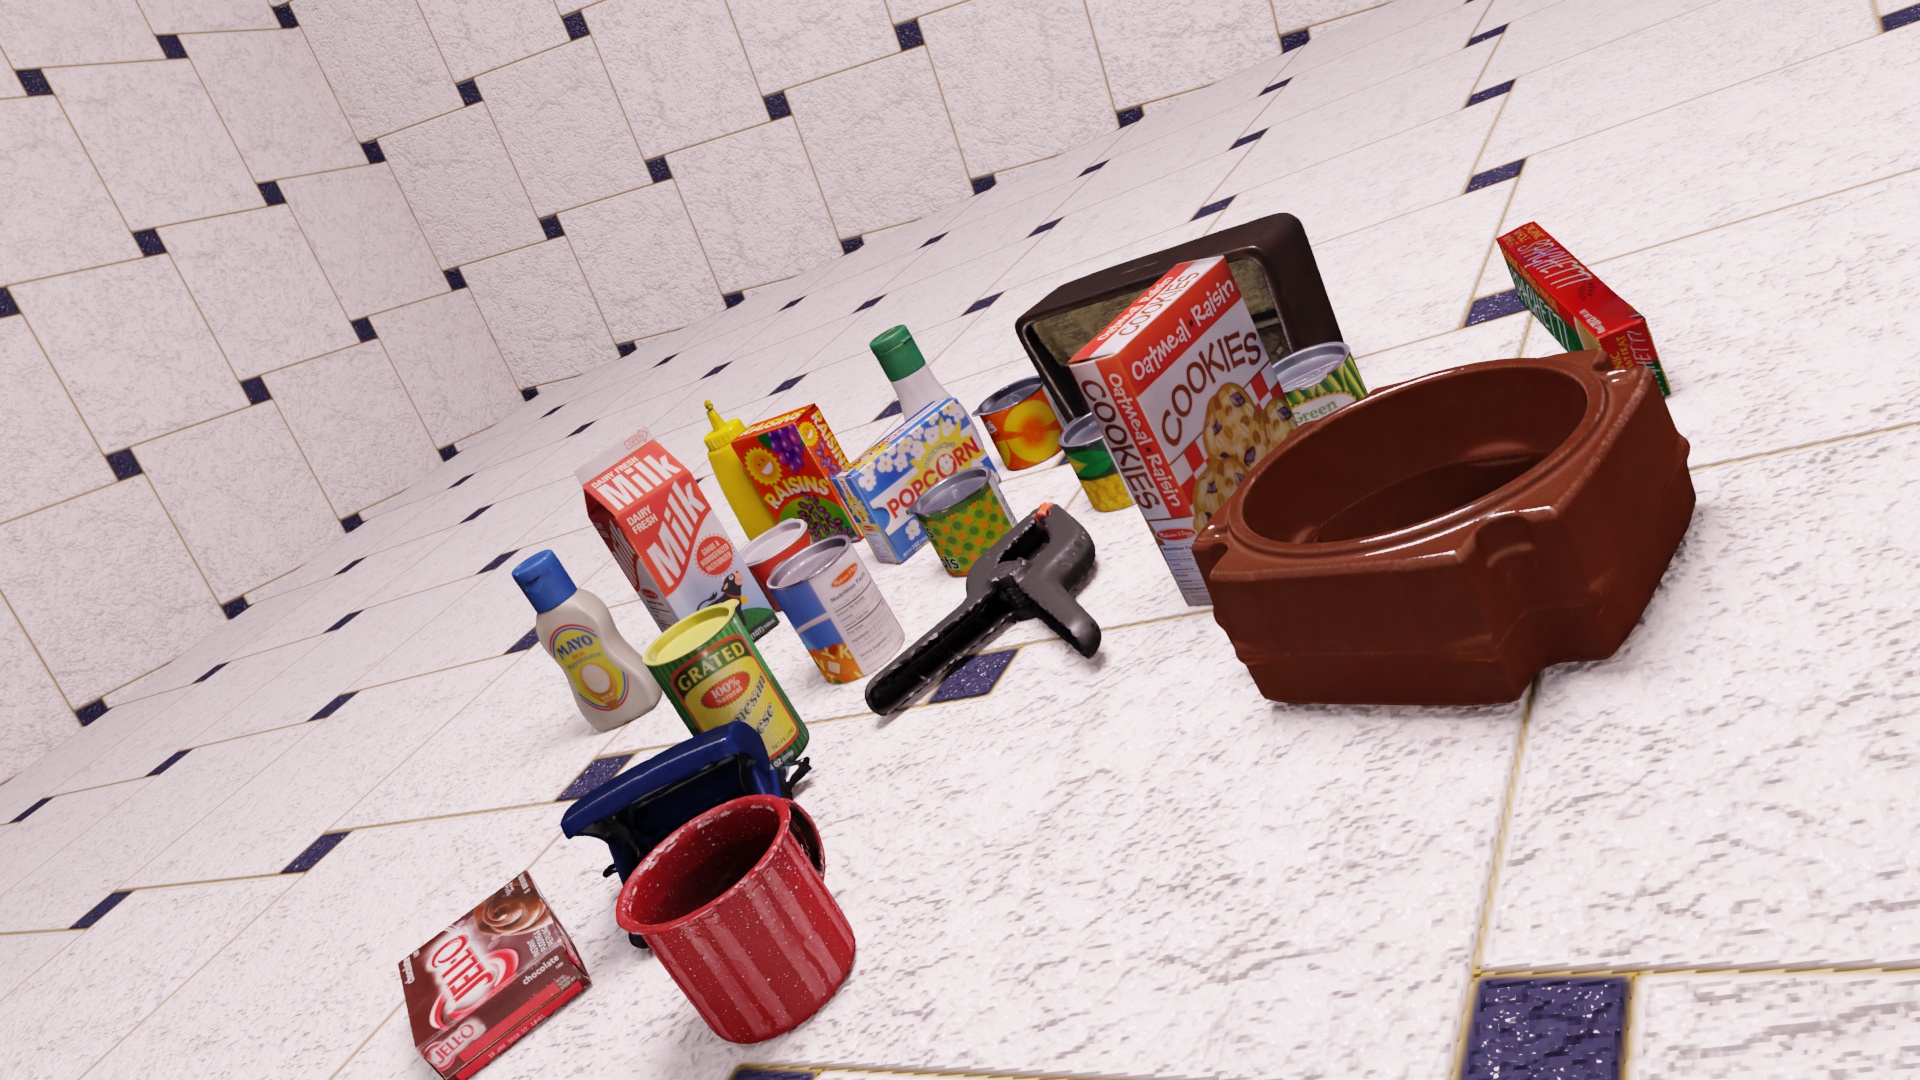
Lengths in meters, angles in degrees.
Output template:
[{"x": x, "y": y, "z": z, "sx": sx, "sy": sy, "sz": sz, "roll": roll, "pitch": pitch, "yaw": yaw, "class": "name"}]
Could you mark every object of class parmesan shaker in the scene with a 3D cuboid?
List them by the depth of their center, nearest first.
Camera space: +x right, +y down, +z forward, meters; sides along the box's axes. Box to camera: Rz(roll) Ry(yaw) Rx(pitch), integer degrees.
[{"x": -0.148, "y": 0.100, "z": 0.899, "sx": 0.071, "sy": 0.103, "sz": 0.071, "roll": -25, "pitch": 19, "yaw": 10, "class": "parmesan shaker"}]

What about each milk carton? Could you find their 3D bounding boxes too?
[{"x": -0.232, "y": 0.006, "z": 1.116, "sx": 0.072, "sy": 0.190, "sz": 0.073, "roll": -38, "pitch": 21, "yaw": -26, "class": "milk carton"}]

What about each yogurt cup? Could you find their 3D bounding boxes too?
[{"x": -0.147, "y": 0.022, "z": 1.166, "sx": 0.072, "sy": 0.053, "sz": 0.072, "roll": -25, "pitch": 19, "yaw": 10, "class": "yogurt cup"}]

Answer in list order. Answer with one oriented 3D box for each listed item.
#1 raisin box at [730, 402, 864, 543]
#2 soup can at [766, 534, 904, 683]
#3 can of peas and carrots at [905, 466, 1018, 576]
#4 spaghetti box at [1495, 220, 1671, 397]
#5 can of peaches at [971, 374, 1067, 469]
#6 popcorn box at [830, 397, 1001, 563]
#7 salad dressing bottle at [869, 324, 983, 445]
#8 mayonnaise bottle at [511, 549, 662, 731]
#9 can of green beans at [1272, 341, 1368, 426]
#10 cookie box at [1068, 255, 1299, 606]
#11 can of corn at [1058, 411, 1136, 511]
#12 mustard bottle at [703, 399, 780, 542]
[{"x": -0.137, "y": -0.053, "z": 1.237, "sx": 0.086, "sy": 0.123, "sz": 0.040, "roll": -13, "pitch": 25, "yaw": 39, "class": "raisin box"}, {"x": -0.088, "y": 0.048, "z": 0.975, "sx": 0.071, "sy": 0.083, "sz": 0.071, "roll": -25, "pitch": 19, "yaw": 10, "class": "soup can"}, {"x": 0.004, "y": -0.013, "z": 1.041, "sx": 0.071, "sy": 0.058, "sz": 0.071, "roll": -25, "pitch": 19, "yaw": 10, "class": "can of peas and carrots"}, {"x": 0.384, "y": -0.147, "z": 0.871, "sx": 0.028, "sy": 0.050, "sz": 0.251, "roll": -23, "pitch": 20, "yaw": 17, "class": "spaghetti box"}, {"x": 0.053, "y": -0.100, "z": 1.192, "sx": 0.071, "sy": 0.058, "sz": 0.071, "roll": -25, "pitch": 19, "yaw": 10, "class": "can of peaches"}, {"x": -0.035, "y": -0.051, "z": 1.149, "sx": 0.127, "sy": 0.085, "sz": 0.038, "roll": -40, "pitch": 22, "yaw": -29, "class": "popcorn box"}, {"x": -0.029, "y": -0.116, "z": 1.211, "sx": 0.044, "sy": 0.147, "sz": 0.064, "roll": -9, "pitch": 27, "yaw": 45, "class": "salad dressing bottle"}, {"x": -0.298, "y": 0.077, "z": 1.092, "sx": 0.064, "sy": 0.147, "sz": 0.041, "roll": -25, "pitch": 19, "yaw": 11, "class": "mayonnaise bottle"}, {"x": 0.236, "y": -0.090, "z": 0.918, "sx": 0.071, "sy": 0.057, "sz": 0.071, "roll": -25, "pitch": 19, "yaw": 10, "class": "can of green beans"}, {"x": 0.143, "y": -0.065, "z": 0.817, "sx": 0.040, "sy": 0.167, "sz": 0.123, "roll": -7, "pitch": 29, "yaw": 48, "class": "cookie box"}, {"x": 0.112, "y": -0.062, "z": 1.017, "sx": 0.071, "sy": 0.058, "sz": 0.071, "roll": -25, "pitch": 19, "yaw": 10, "class": "can of corn"}, {"x": -0.195, "y": -0.062, "z": 1.284, "sx": 0.048, "sy": 0.159, "sz": 0.066, "roll": -18, "pitch": 22, "yaw": 28, "class": "mustard bottle"}]
